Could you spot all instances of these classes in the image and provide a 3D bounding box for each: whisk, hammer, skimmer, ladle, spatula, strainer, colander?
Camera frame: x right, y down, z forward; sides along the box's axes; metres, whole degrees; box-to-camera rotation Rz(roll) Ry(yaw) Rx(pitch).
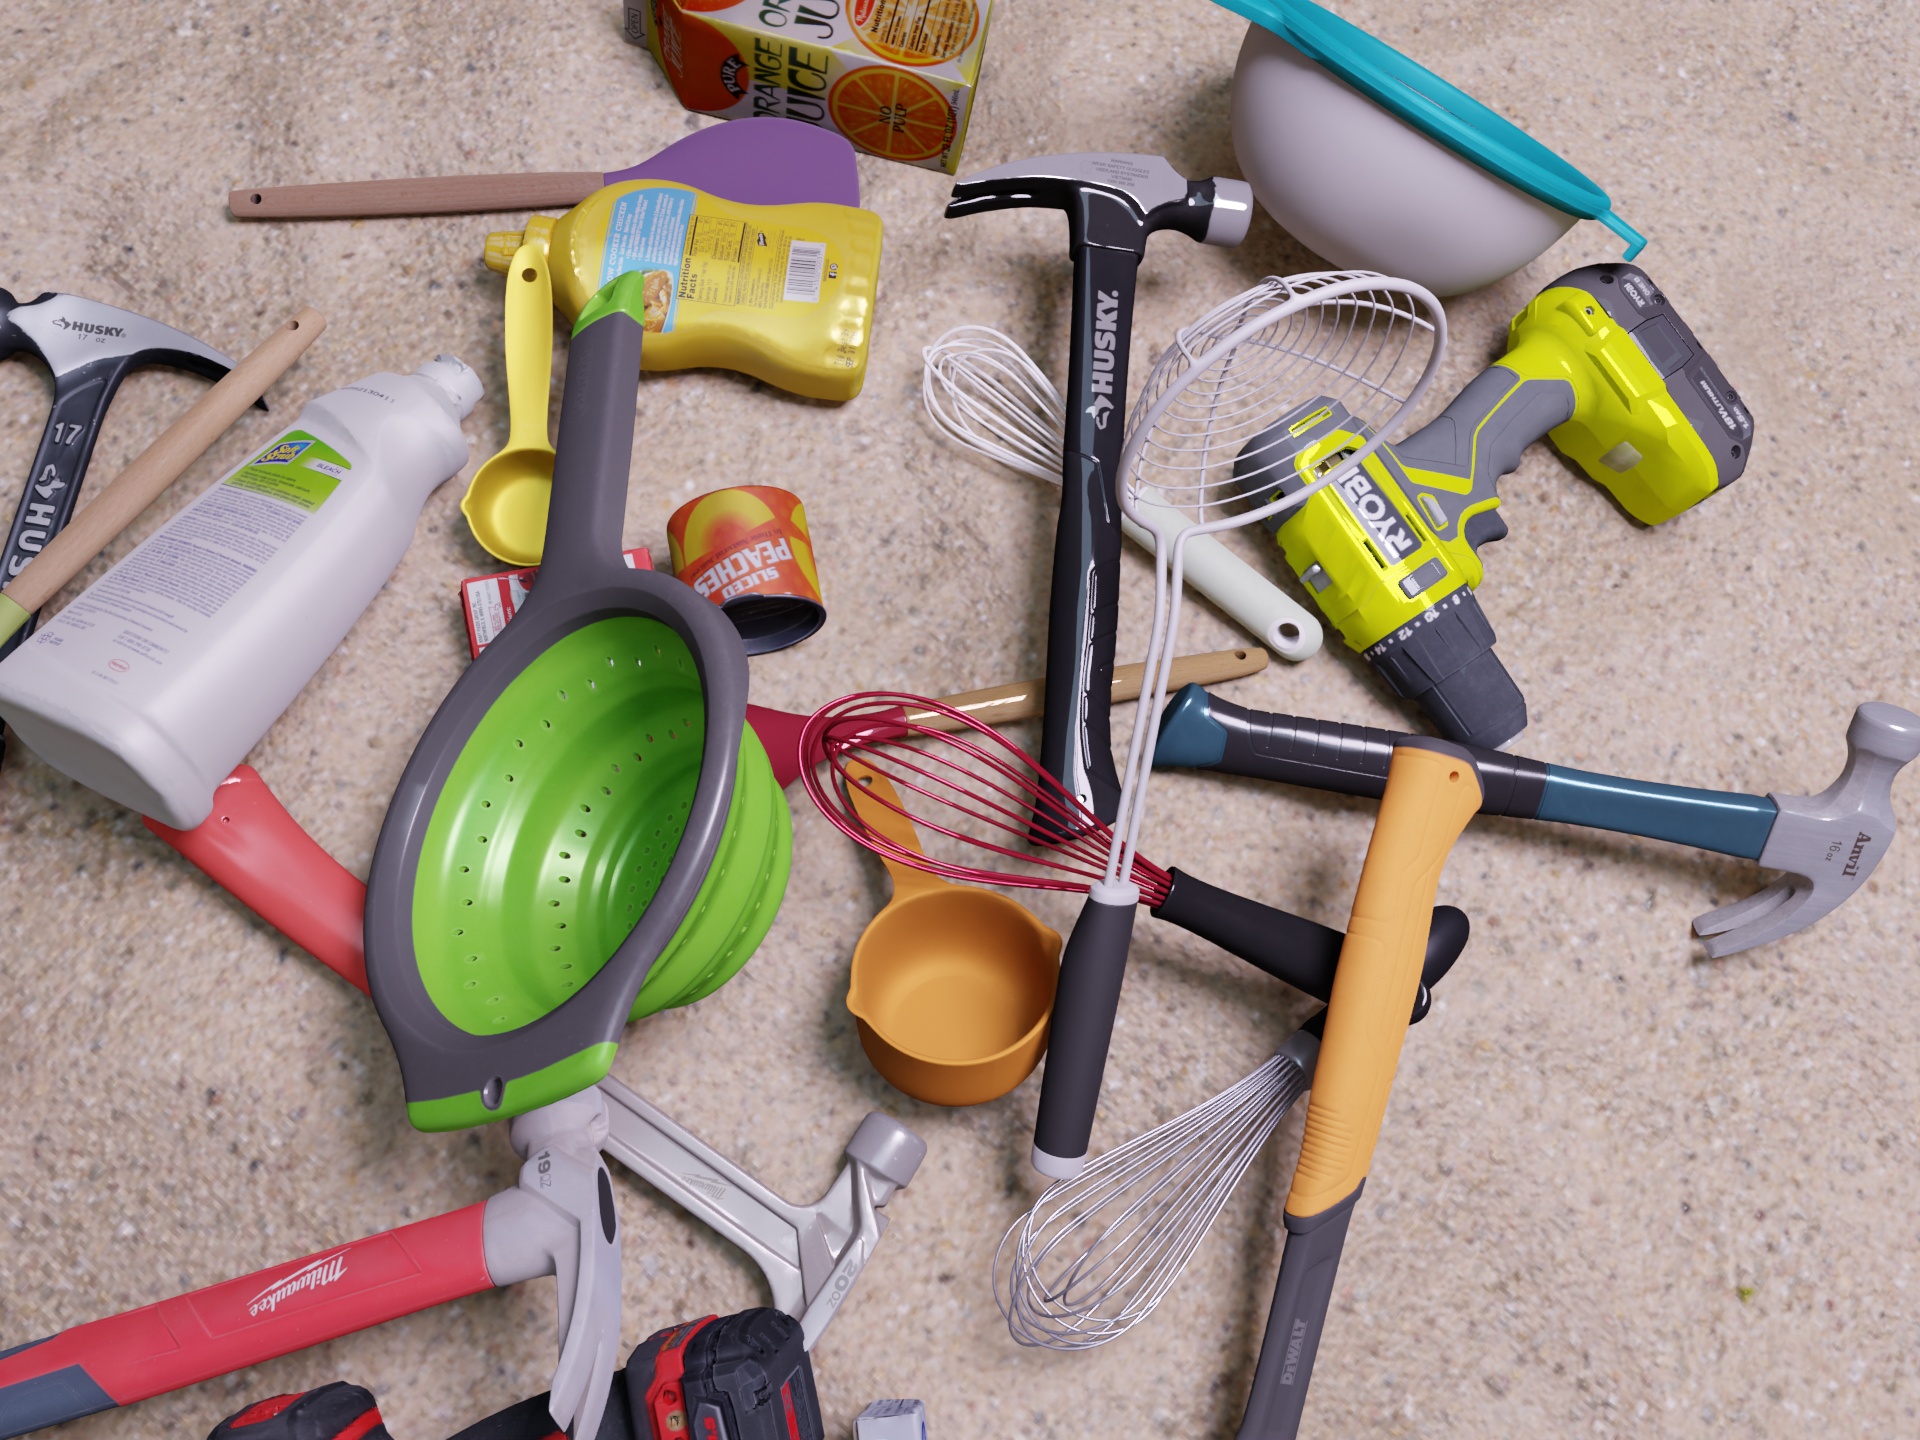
[{"bbox_3d":[0.079,-0.111,0.787,0.246,0.059,0.057,39,114,3],"label":"whisk"},{"bbox_3d":[0.056,-0.108,0.743,0.146,0.035,0.335,6,80,-9],"label":"hammer"},{"bbox_3d":[-0.420,-0.005,0.692,0.149,0.036,0.409,7,70,-5],"label":"hammer"},{"bbox_3d":[0.089,0.017,0.592,0.127,0.090,0.363,-1,106,-42],"label":"skimmer"},{"bbox_3d":[-0.386,-0.075,0.674,0.078,0.062,0.320,31,67,10],"label":"ladle"},{"bbox_3d":[-0.210,-0.276,0.820,0.316,0.018,0.060,-7,88,-9],"label":"spatula"},{"bbox_3d":[0.069,0.064,0.672,0.295,0.073,0.073,24,69,-6],"label":"whisk"},{"bbox_3d":[-0.001,-0.002,0.745,0.315,0.031,0.069,-10,55,-13],"label":"ladle"},{"bbox_3d":[0.160,-0.295,0.786,0.340,0.095,0.211,14,34,-26],"label":"strainer"},{"bbox_3d":[-0.311,0.244,0.566,0.386,0.038,0.143,-17,37,-2],"label":"hammer"},{"bbox_3d":[-0.136,-0.021,0.670,0.204,0.094,0.397,-21,54,31],"label":"colander"},{"bbox_3d":[0.127,0.167,0.688,0.284,0.070,0.070,-36,79,-22],"label":"whisk"},{"bbox_3d":[0.146,0.167,0.640,0.127,0.034,0.337,19,82,-24],"label":"hammer"},{"bbox_3d":[0.254,0.029,0.736,0.331,0.128,0.033,10,25,5],"label":"hammer"},{"bbox_3d":[-0.198,0.141,0.666,0.359,0.036,0.149,34,70,5],"label":"hammer"}]

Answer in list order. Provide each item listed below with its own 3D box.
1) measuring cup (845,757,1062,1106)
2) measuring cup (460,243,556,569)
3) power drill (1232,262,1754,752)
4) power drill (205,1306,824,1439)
[{"bbox_3d":[-0.018,0.092,0.705,0.095,0.052,0.174,-16,49,-14],"label":"measuring cup"},{"bbox_3d":[-0.203,-0.147,0.756,0.062,0.029,0.156,-1,82,-7],"label":"measuring cup"},{"bbox_3d":[0.274,-0.107,0.791,0.228,0.080,0.190,-33,84,-14],"label":"power drill"},{"bbox_3d":[-0.159,0.302,0.576,0.219,0.078,0.143,-13,80,3],"label":"power drill"}]
